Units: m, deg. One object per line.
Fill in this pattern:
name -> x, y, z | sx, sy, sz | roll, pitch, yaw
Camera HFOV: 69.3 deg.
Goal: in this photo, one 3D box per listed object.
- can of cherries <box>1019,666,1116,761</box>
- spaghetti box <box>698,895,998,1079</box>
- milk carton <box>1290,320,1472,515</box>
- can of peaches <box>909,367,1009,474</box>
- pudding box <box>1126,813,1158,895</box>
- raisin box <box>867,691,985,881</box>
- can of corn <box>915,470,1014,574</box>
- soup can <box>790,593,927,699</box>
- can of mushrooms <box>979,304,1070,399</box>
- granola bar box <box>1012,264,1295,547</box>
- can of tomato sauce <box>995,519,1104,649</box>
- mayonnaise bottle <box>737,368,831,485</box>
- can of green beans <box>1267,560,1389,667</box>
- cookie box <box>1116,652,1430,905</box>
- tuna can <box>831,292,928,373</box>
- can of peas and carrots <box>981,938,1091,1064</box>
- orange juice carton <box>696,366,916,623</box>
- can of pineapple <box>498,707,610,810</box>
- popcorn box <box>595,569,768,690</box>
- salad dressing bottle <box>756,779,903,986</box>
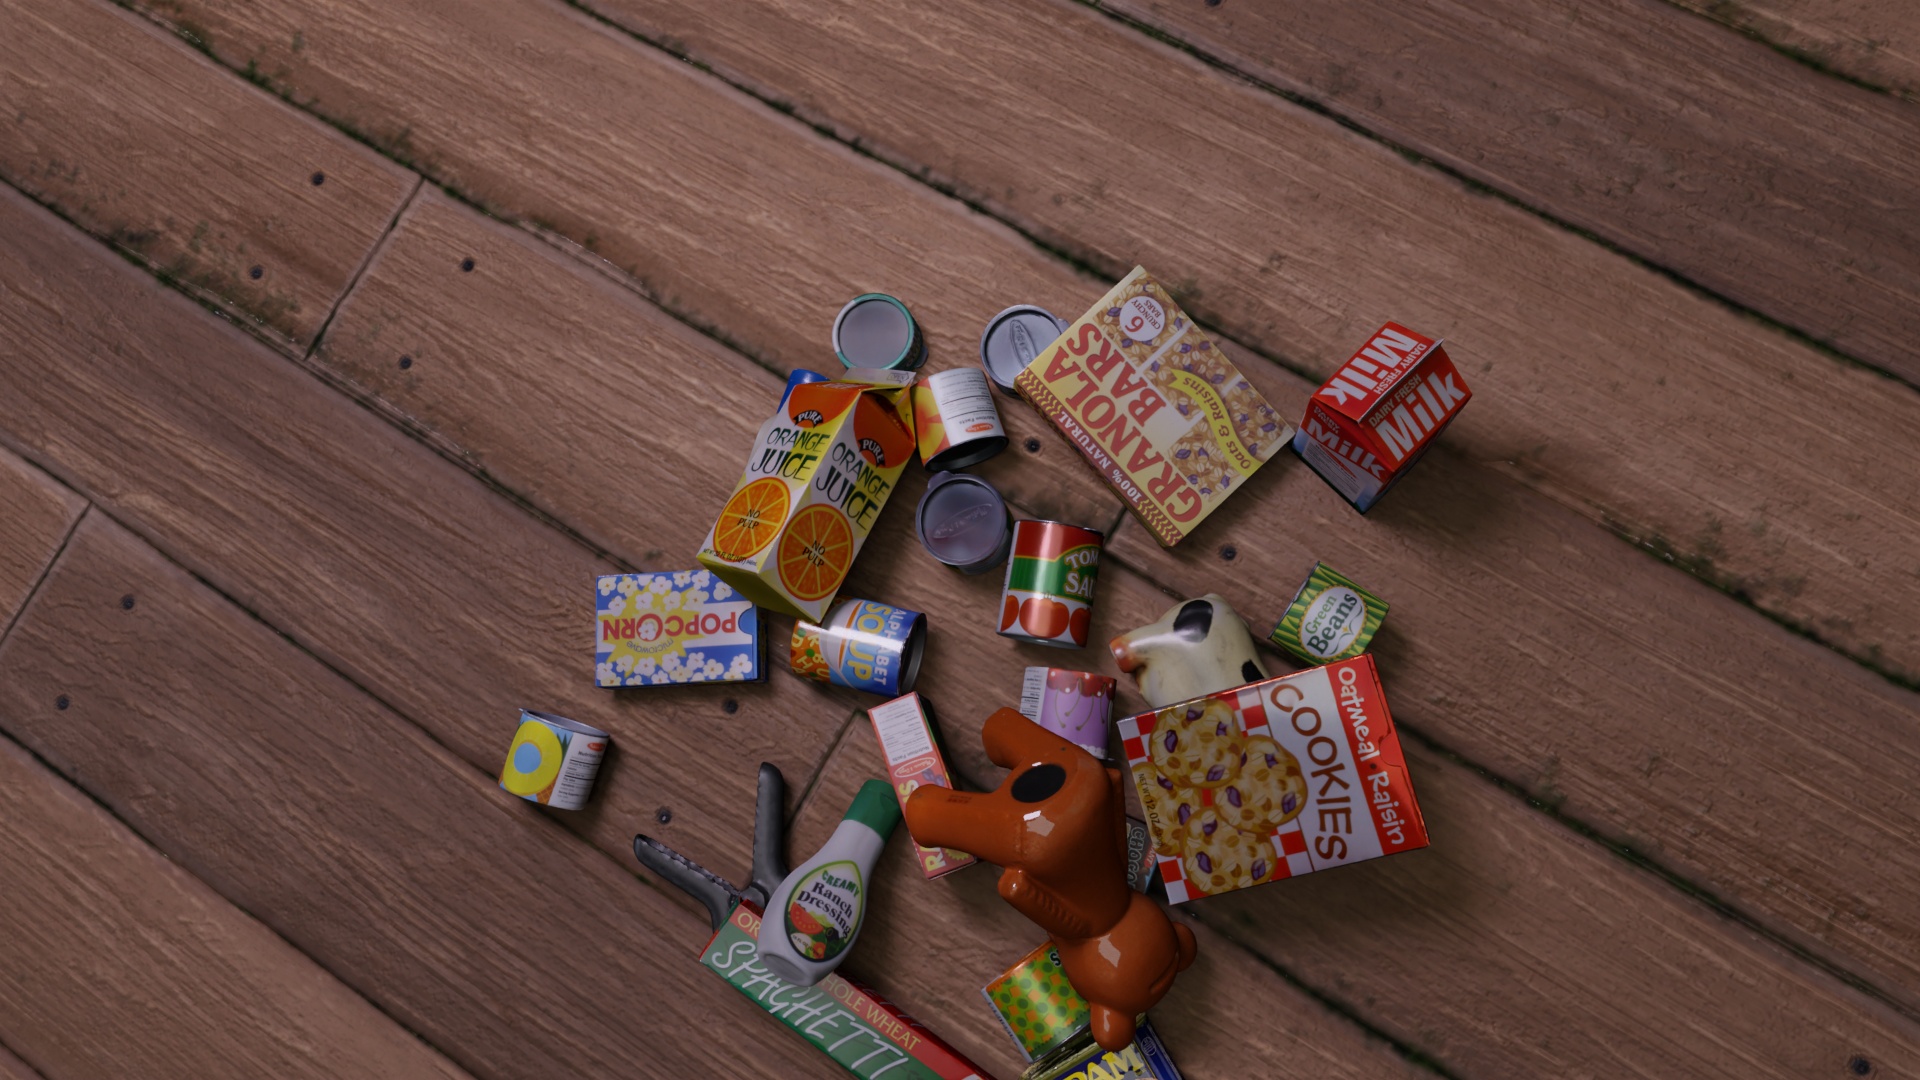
can of cherries -> 0.077, 0.122, 0.979 | 0.071, 0.071, 0.058 | 7, 80, 10
spaghetti box -> -0.067, 0.339, 0.958 | 0.250, 0.028, 0.050 | 35, 83, 3
milk carton -> 0.277, -0.082, 0.921 | 0.072, 0.190, 0.073 | -45, 77, 0
can of peaches -> -0.005, -0.088, 1.031 | 0.071, 0.071, 0.058 | -20, 78, 5
pudding box -> 0.109, 0.234, 0.971 | 0.050, 0.030, 0.084 | 22, 84, 11
raisin box -> -0.022, 0.172, 0.973 | 0.040, 0.086, 0.123 | -20, 77, 0
can of corn -> 0.004, -0.013, 1.018 | 0.071, 0.058, 0.071 | -2, 80, 9
soup can -> -0.074, 0.075, 1.007 | 0.084, 0.071, 0.071 | 12, 82, 11
can of mushrooms -> 0.052, -0.142, 1.047 | 0.071, 0.033, 0.071 | -2, 79, 9
granola bar box -> 0.138, -0.095, 1.005 | 0.124, 0.039, 0.165 | -43, 90, -2
can of tomato sauce -> 0.066, 0.032, 0.995 | 0.071, 0.071, 0.083 | 9, 82, 10
mayonnaise bottle -> -0.135, -0.056, 1.047 | 0.041, 0.064, 0.148 | 14, 77, 24
can of green beans -> 0.255, 0.057, 0.962 | 0.058, 0.071, 0.071 | 33, 86, 13
cookie box -> 0.198, 0.152, 0.886 | 0.167, 0.040, 0.123 | -18, 83, 17
tuna can -> -0.062, -0.154, 1.067 | 0.071, 0.033, 0.071 | -2, 79, 9
can of peas and carrots -> 0.058, 0.310, 0.946 | 0.071, 0.071, 0.059 | -37, 76, 1
orange juice carton -> -0.100, -0.045, 0.997 | 0.072, 0.073, 0.193 | 11, 66, 43
can of pineapple -> -0.302, 0.162, 1.029 | 0.071, 0.071, 0.058 | 17, 83, 11
popcorn box -> -0.210, 0.067, 1.046 | 0.127, 0.038, 0.085 | -4, 78, 8
salad dressing bottle -> -0.085, 0.233, 0.961 | 0.064, 0.043, 0.148 | 38, 52, -8
